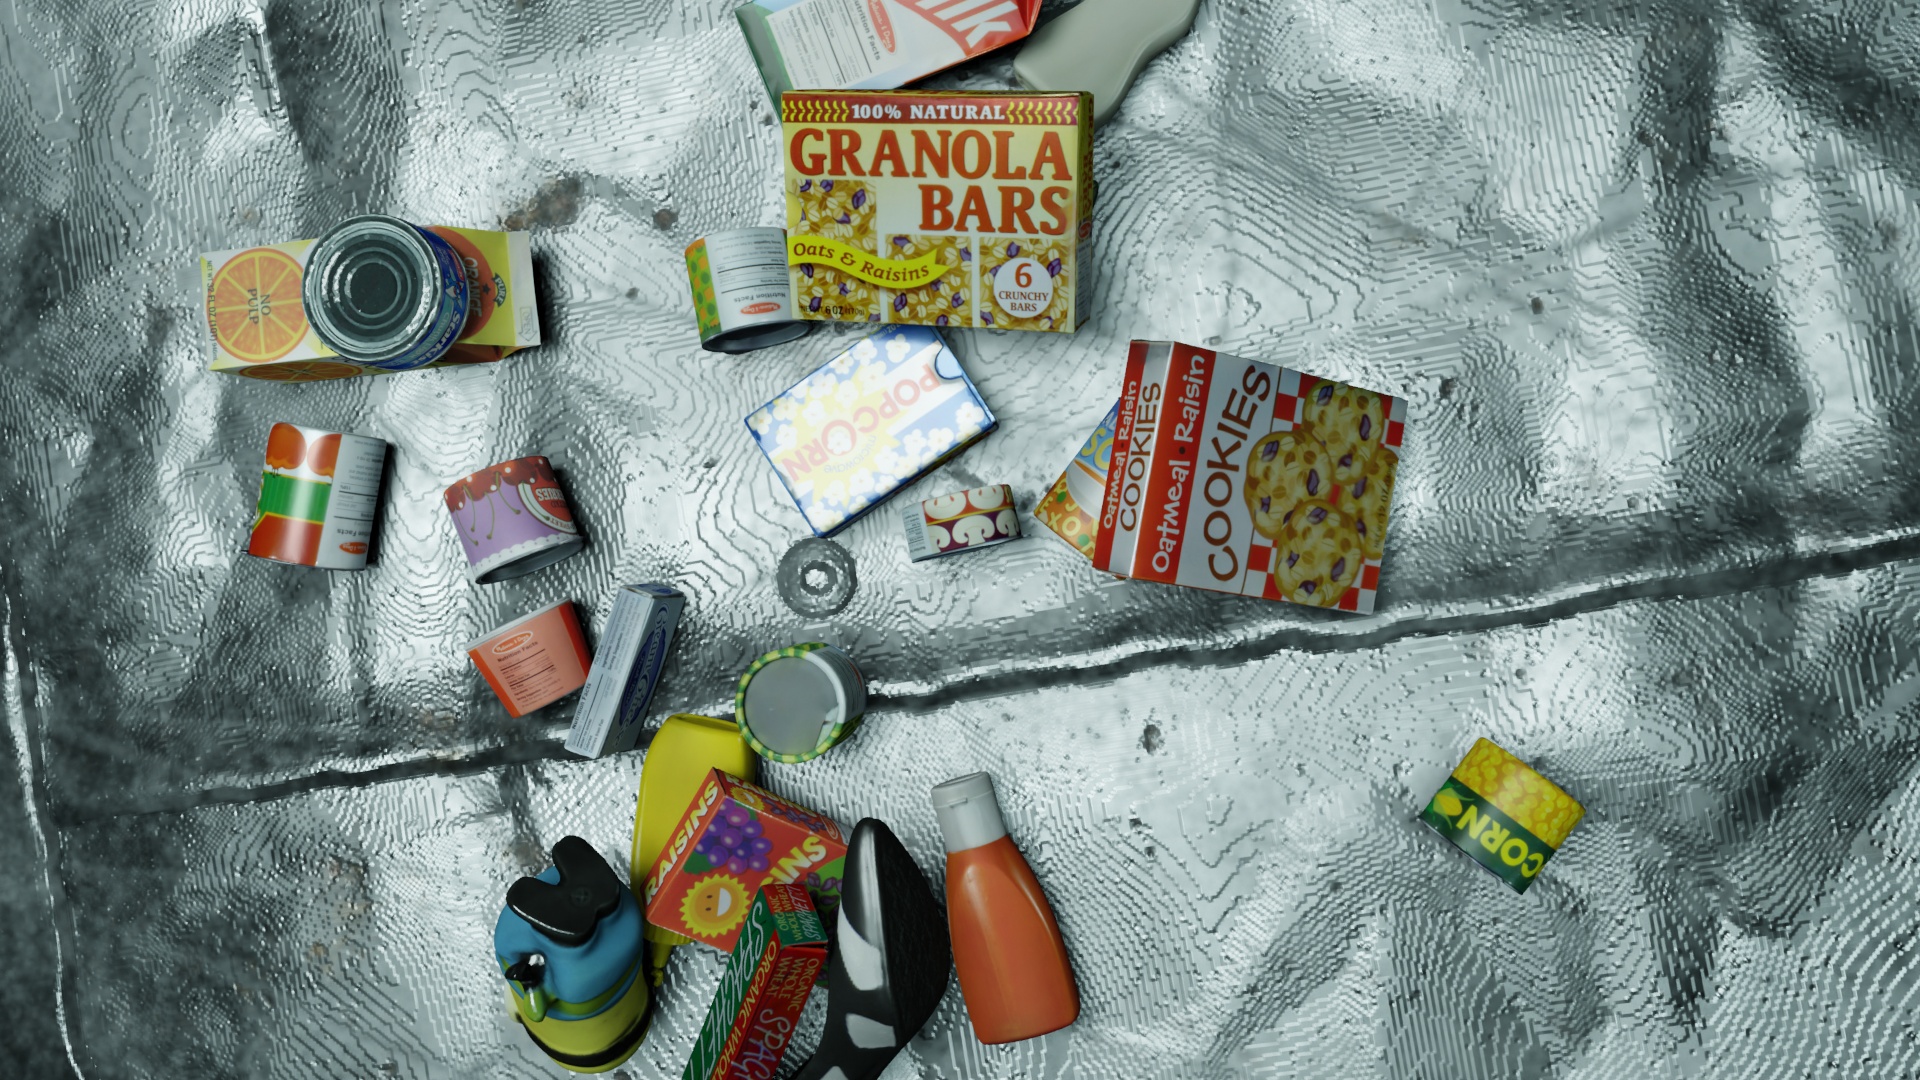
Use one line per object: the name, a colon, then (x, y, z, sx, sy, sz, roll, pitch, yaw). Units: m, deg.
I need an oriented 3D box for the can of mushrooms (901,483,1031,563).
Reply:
can of mushrooms: (0.003, -0.010, 0.799, 0.071, 0.071, 0.033, -13, 87, 7)

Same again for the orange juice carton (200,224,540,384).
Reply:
orange juice carton: (-0.350, -0.143, 0.843, 0.193, 0.073, 0.072, -5, 88, 7)

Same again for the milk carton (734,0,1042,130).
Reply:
milk carton: (-0.022, -0.303, 0.790, 0.190, 0.072, 0.073, -19, 108, 10)

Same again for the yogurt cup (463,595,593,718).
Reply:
yogurt cup: (-0.254, 0.071, 0.833, 0.072, 0.072, 0.054, -25, 94, 7)

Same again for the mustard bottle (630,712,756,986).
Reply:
mustard bottle: (-0.166, 0.185, 0.825, 0.065, 0.049, 0.160, 13, 91, 4)

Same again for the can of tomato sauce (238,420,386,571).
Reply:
can of tomato sauce: (-0.395, -0.028, 0.850, 0.071, 0.071, 0.083, 10, 90, 8)

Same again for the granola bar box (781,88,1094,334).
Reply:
granola bar box: (-0.013, -0.180, 0.755, 0.165, 0.039, 0.123, 5, 111, 15)

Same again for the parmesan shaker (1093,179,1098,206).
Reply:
parmesan shaker: (0.020, -0.197, 0.801, 0.103, 0.071, 0.071, 28, 93, 6)

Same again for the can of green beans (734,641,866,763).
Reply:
can of green beans: (-0.093, 0.094, 0.813, 0.071, 0.058, 0.071, 0, 89, 8)

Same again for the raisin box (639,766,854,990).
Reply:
raisin box: (-0.107, 0.194, 0.794, 0.123, 0.040, 0.086, 30, 95, -26)

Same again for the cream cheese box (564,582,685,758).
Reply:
cream cheese box: (-0.199, 0.077, 0.829, 0.024, 0.053, 0.103, 20, 92, 9)

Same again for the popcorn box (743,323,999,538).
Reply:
popcorn box: (-0.052, -0.069, 0.820, 0.126, 0.038, 0.085, -33, 84, 6)

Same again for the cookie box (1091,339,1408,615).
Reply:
cookie box: (0.158, -0.032, 0.748, 0.168, 0.040, 0.123, 9, 91, -28)

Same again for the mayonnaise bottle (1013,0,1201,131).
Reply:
mayonnaise bottle: (0.102, -0.305, 0.803, 0.148, 0.041, 0.065, -44, 84, 4)

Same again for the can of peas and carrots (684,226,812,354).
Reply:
can of peas and carrots: (-0.126, -0.147, 0.819, 0.071, 0.071, 0.058, -12, 87, 7)

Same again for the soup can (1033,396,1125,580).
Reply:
soup can: (0.090, -0.029, 0.784, 0.071, 0.071, 0.083, 37, 94, 6)

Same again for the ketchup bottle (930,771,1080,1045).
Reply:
ketchup bottle: (0.020, 0.210, 0.803, 0.065, 0.043, 0.149, -17, 87, 9)

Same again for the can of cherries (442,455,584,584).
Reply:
can of cherries: (-0.266, -0.013, 0.834, 0.071, 0.071, 0.058, -23, 85, 7)

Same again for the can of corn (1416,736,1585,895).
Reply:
can of corn: (0.294, 0.149, 0.754, 0.071, 0.071, 0.058, 37, 93, 7)

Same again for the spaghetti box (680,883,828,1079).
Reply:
spaghetti box: (-0.133, 0.303, 0.781, 0.029, 0.050, 0.249, 12, 113, -28)
